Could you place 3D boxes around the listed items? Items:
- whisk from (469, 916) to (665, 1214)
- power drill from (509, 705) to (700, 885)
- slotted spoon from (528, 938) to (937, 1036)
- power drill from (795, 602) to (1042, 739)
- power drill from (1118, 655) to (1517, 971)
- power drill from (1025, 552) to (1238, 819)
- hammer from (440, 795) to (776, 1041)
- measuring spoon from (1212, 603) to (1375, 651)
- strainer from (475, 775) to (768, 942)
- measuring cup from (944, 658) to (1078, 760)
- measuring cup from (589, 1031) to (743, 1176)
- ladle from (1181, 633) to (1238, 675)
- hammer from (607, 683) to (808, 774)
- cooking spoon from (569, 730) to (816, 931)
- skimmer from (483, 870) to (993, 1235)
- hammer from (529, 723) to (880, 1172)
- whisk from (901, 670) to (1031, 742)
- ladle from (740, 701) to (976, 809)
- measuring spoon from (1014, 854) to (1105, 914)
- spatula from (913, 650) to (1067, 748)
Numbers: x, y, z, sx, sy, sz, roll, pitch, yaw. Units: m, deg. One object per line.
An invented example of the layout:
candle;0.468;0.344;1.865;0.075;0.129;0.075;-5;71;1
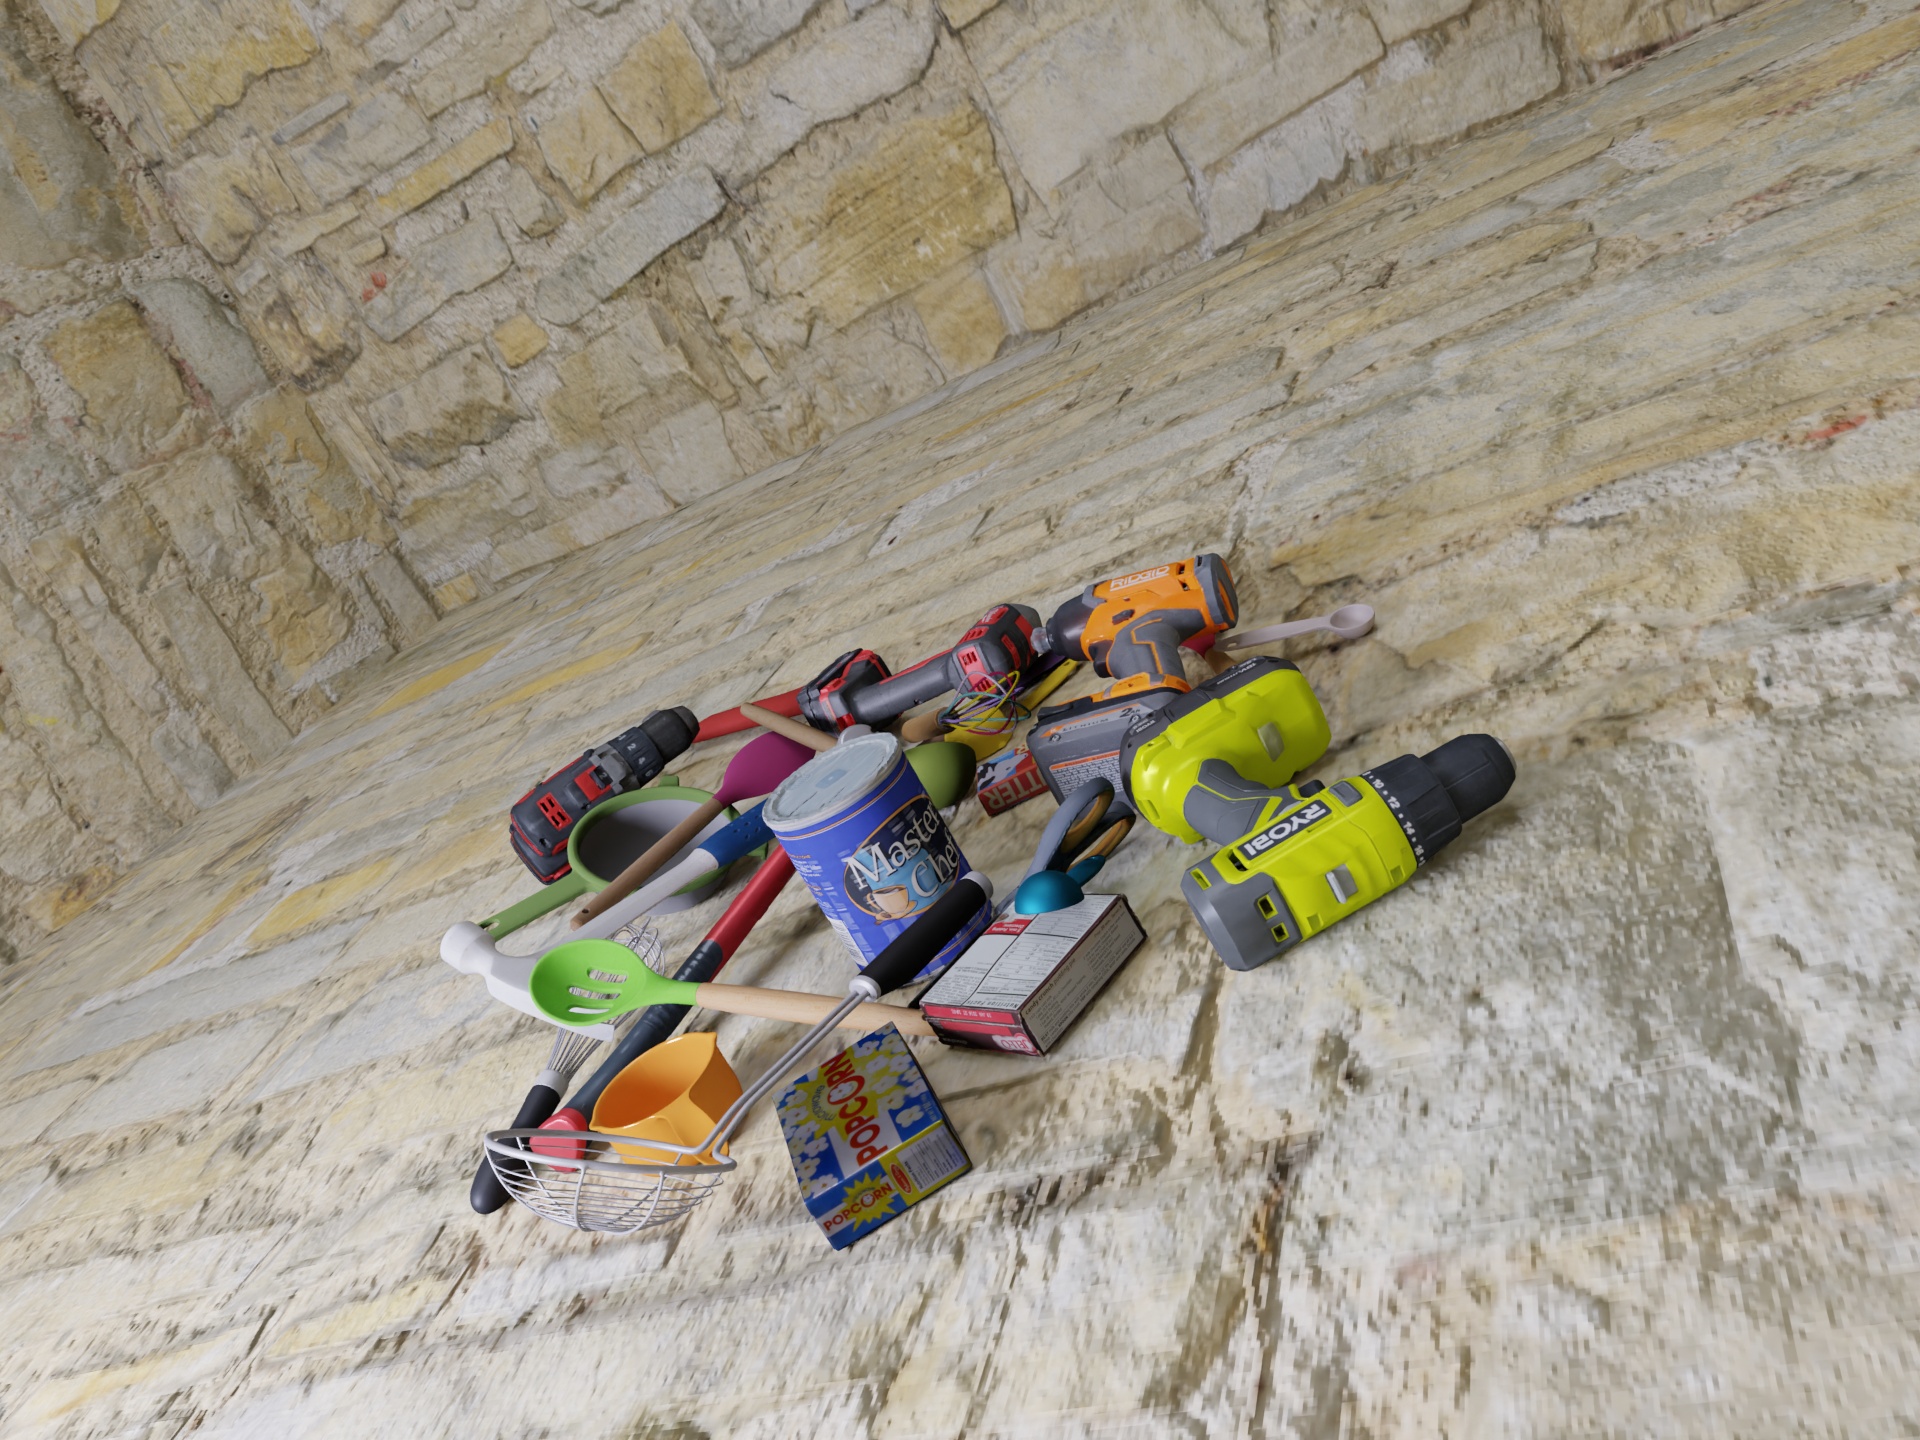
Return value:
whisk;-0.285;0.244;1.155;0.070;0.070;0.285;-20;26;26
power drill;-0.339;0.070;1.503;0.188;0.080;0.226;-38;-1;-23
slotted spoon;-0.147;0.183;1.033;0.314;0.031;0.070;1;46;26
power drill;-0.027;-0.044;1.441;0.219;0.078;0.143;-20;15;30
power drill;0.200;0.040;0.944;0.190;0.080;0.229;-30;22;-1
power drill;0.115;-0.031;1.171;0.164;0.084;0.227;-14;33;24
hammer;-0.205;0.118;1.263;0.144;0.035;0.405;26;35;24
measuring spoon;0.251;-0.062;1.194;0.124;0.018;0.034;-11;31;25
strainer;-0.295;0.145;1.335;0.256;0.069;0.152;-29;42;-34
measuring cup;0.046;-0.019;1.371;0.156;0.029;0.062;-42;23;-26
measuring cup;-0.161;0.250;0.964;0.095;0.052;0.174;-36;22;-18
ladle;0.203;-0.044;1.222;0.069;0.031;0.316;-23;21;0
hammer;-0.264;0.008;1.734;0.359;0.036;0.149;-14;25;38
cooking spoon;-0.222;0.085;1.346;0.069;0.017;0.319;18;37;23
skimmer;-0.102;0.164;0.904;0.127;0.090;0.363;-2;26;42
hammer;-0.177;0.170;1.166;0.386;0.038;0.143;-53;-7;-34
whisk;0.000;-0.005;1.269;0.051;0.047;0.245;11;-10;-17
ladle;-0.101;0.013;1.362;0.078;0.062;0.320;8;8;-40
measuring spoon;0.065;0.092;0.976;0.042;0.021;0.128;-10;6;22
spatula;0.011;-0.004;1.404;0.316;0.018;0.060;-36;13;-22
